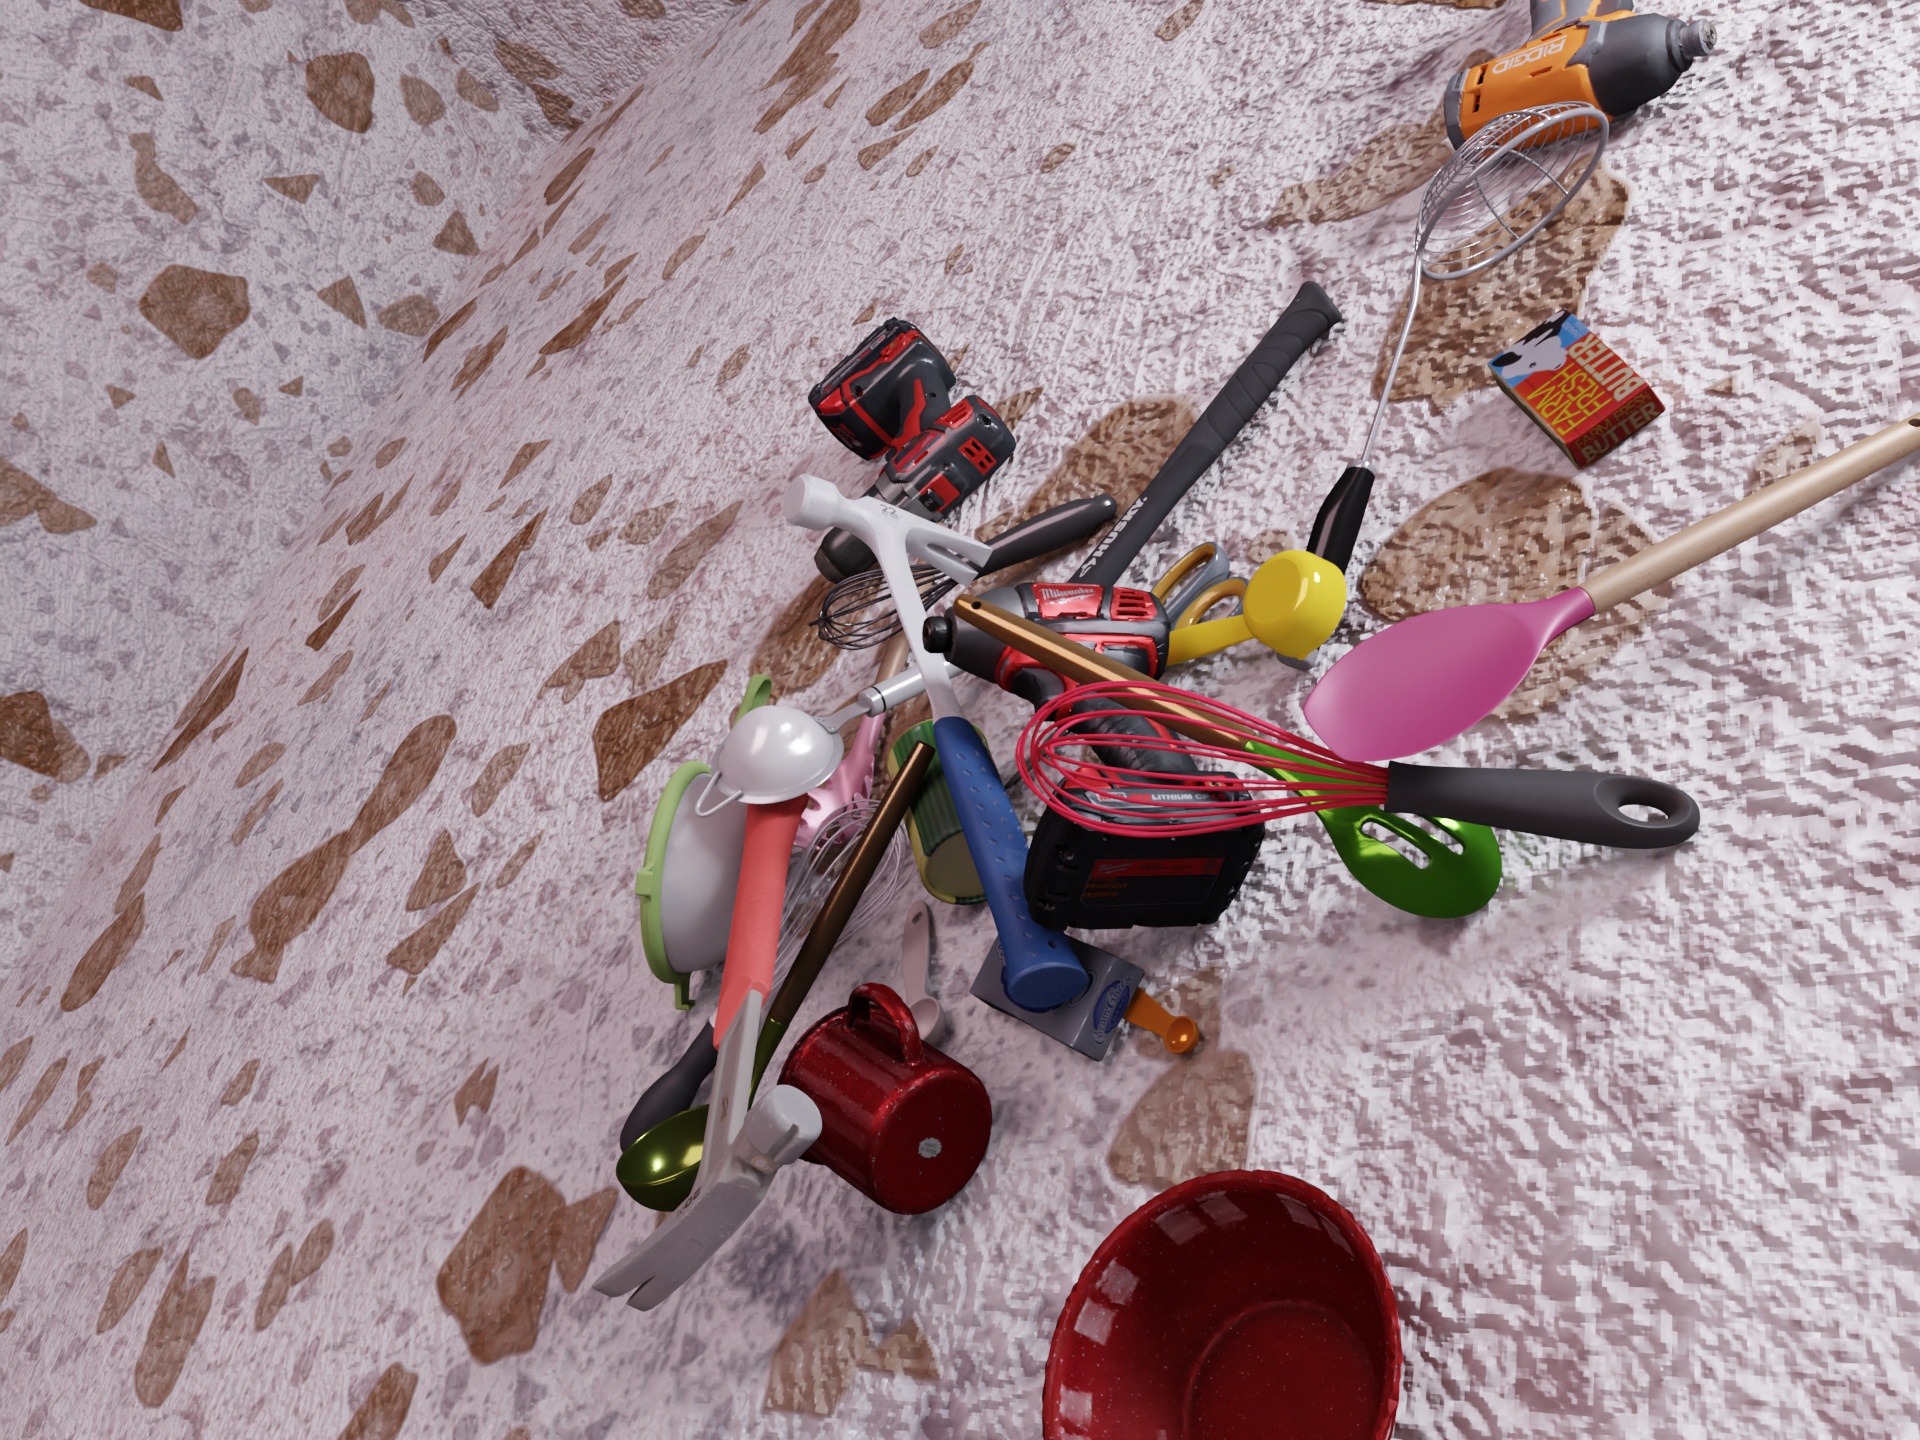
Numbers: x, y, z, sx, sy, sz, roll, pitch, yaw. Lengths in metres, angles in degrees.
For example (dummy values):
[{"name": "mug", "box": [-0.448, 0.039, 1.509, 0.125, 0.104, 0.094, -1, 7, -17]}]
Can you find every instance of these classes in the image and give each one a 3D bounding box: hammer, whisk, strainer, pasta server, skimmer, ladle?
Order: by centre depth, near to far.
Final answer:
[{"name": "whisk", "box": [0.170, 0.028, 0.706, 0.296, 0.073, 0.073, 6, 53, 12]}, {"name": "hammer", "box": [-0.124, 0.148, 0.888, 0.149, 0.036, 0.359, -47, 21, 22]}, {"name": "skimmer", "box": [0.276, -0.190, 0.912, 0.090, 0.127, 0.363, 18, 78, 16]}, {"name": "hammer", "box": [-0.001, -0.003, 0.939, 0.035, 0.144, 0.406, -55, 37, 31]}, {"name": "ladle", "box": [-0.106, 0.149, 0.942, 0.320, 0.062, 0.078, -61, 17, 2]}, {"name": "whisk", "box": [-0.126, 0.166, 1.010, 0.284, 0.070, 0.070, -52, 33, 2]}, {"name": "strainer", "box": [-0.066, -0.011, 1.039, 0.258, 0.050, 0.087, -27, 42, -30]}, {"name": "hammer", "box": [0.142, -0.163, 1.053, 0.335, 0.035, 0.146, -51, 25, -10]}, {"name": "strainer", "box": [-0.148, 0.066, 1.102, 0.069, 0.151, 0.257, 6, 48, 10]}, {"name": "whisk", "box": [0.000, -0.109, 1.131, 0.239, 0.055, 0.055, -22, 39, 14]}, {"name": "pasta server", "box": [-0.057, -0.032, 1.151, 0.060, 0.040, 0.316, -8, 48, 31]}]

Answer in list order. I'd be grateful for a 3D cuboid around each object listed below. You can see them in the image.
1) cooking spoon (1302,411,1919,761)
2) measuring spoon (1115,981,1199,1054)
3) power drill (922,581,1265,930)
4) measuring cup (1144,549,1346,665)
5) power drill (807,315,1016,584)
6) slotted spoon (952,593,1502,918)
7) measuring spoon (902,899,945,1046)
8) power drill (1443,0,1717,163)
[{"name": "cooking spoon", "box": [0.296, -0.063, 0.700, 0.319, 0.017, 0.069, -27, 46, -5]}, {"name": "measuring spoon", "box": [0.088, 0.146, 0.826, 0.021, 0.011, 0.117, -59, 30, -4]}, {"name": "power drill", "box": [0.065, 0.005, 0.858, 0.220, 0.143, 0.078, -108, 26, -45]}, {"name": "measuring cup", "box": [0.148, -0.056, 0.904, 0.156, 0.029, 0.062, -17, 58, 47]}, {"name": "power drill", "box": [-0.061, -0.222, 1.322, 0.188, 0.080, 0.227, -40, 37, 12]}, {"name": "slotted spoon", "box": [0.119, 0.004, 0.785, 0.314, 0.031, 0.070, 29, 64, 28]}, {"name": "measuring spoon", "box": [-0.021, 0.151, 0.945, 0.034, 0.018, 0.124, -36, 28, 20]}, {"name": "power drill", "box": [0.419, -0.474, 1.032, 0.164, 0.084, 0.227, -2, 58, 47]}]
